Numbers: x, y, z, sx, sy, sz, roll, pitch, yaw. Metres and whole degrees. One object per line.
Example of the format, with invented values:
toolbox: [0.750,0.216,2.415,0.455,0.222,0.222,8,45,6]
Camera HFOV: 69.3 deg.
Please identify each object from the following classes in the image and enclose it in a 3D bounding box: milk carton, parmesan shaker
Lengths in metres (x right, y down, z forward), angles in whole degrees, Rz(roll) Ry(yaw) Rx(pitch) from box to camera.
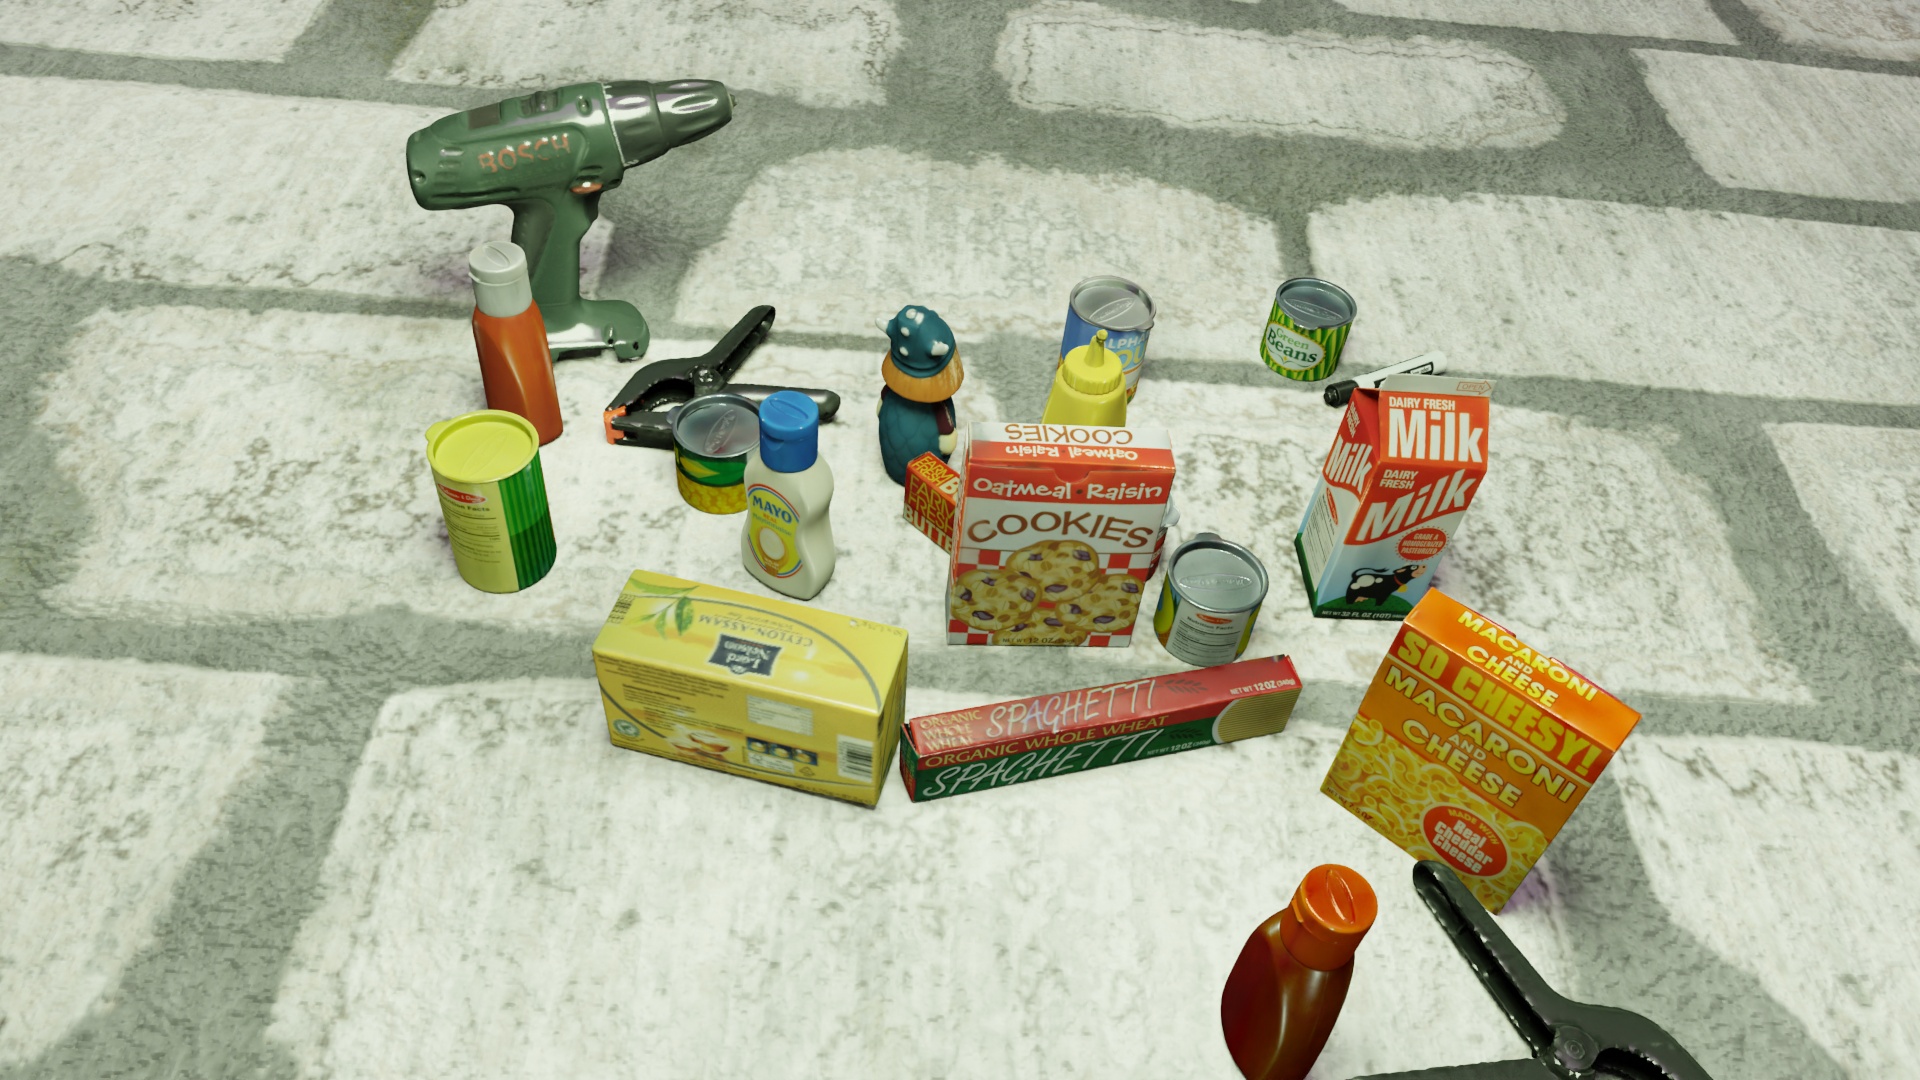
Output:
milk carton: [0.285,-0.035,0.914,0.072,0.189,0.074,3,46,-4]
parmesan shaker: [-0.301,-0.025,0.893,0.071,0.102,0.072,3,46,-4]

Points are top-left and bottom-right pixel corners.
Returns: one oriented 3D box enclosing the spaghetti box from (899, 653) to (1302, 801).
spaghetti box: [0.086,0.113,0.845,0.250,0.049,0.029,-8,48,-14]

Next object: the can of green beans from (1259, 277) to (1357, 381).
can of green beans: [0.283,-0.172,1.136,0.071,0.057,0.071,3,46,-4]

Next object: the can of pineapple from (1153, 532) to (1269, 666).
can of pineapple: [0.165,0.040,0.919,0.071,0.057,0.071,3,46,-4]

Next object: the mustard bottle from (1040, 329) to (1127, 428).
mustard bottle: [0.085,-0.086,0.959,0.049,0.159,0.065,34,52,23]

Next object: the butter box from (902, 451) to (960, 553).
butter box: [0.003,-0.012,0.952,0.024,0.052,0.104,-33,58,-32]

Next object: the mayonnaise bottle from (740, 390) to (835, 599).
mayonnaise bottle: [-0.110,-0.029,0.889,0.065,0.147,0.041,27,49,18]

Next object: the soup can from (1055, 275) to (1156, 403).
soup can: [0.113,-0.150,1.076,0.071,0.083,0.072,3,46,-4]

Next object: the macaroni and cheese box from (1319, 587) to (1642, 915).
macaroni and cheese box: [0.285,0.120,0.782,0.124,0.165,0.040,35,52,24]

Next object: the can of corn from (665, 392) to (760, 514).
can of corn: [-0.170,-0.061,0.975,0.071,0.058,0.071,3,46,-4]

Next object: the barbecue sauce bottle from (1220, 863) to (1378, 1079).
barbecue sauce bottle: [0.167,0.214,0.691,0.044,0.147,0.065,-3,47,-10]

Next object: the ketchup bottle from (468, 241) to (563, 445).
ketchup bottle: [-0.312,-0.136,0.967,0.044,0.148,0.065,-33,58,-32]

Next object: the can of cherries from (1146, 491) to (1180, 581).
can of cherries: [0.112,-0.008,0.958,0.071,0.058,0.072,3,46,-4]

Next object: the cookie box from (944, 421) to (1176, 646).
cookie box: [0.058,0.001,0.868,0.123,0.166,0.040,1,46,-5]
